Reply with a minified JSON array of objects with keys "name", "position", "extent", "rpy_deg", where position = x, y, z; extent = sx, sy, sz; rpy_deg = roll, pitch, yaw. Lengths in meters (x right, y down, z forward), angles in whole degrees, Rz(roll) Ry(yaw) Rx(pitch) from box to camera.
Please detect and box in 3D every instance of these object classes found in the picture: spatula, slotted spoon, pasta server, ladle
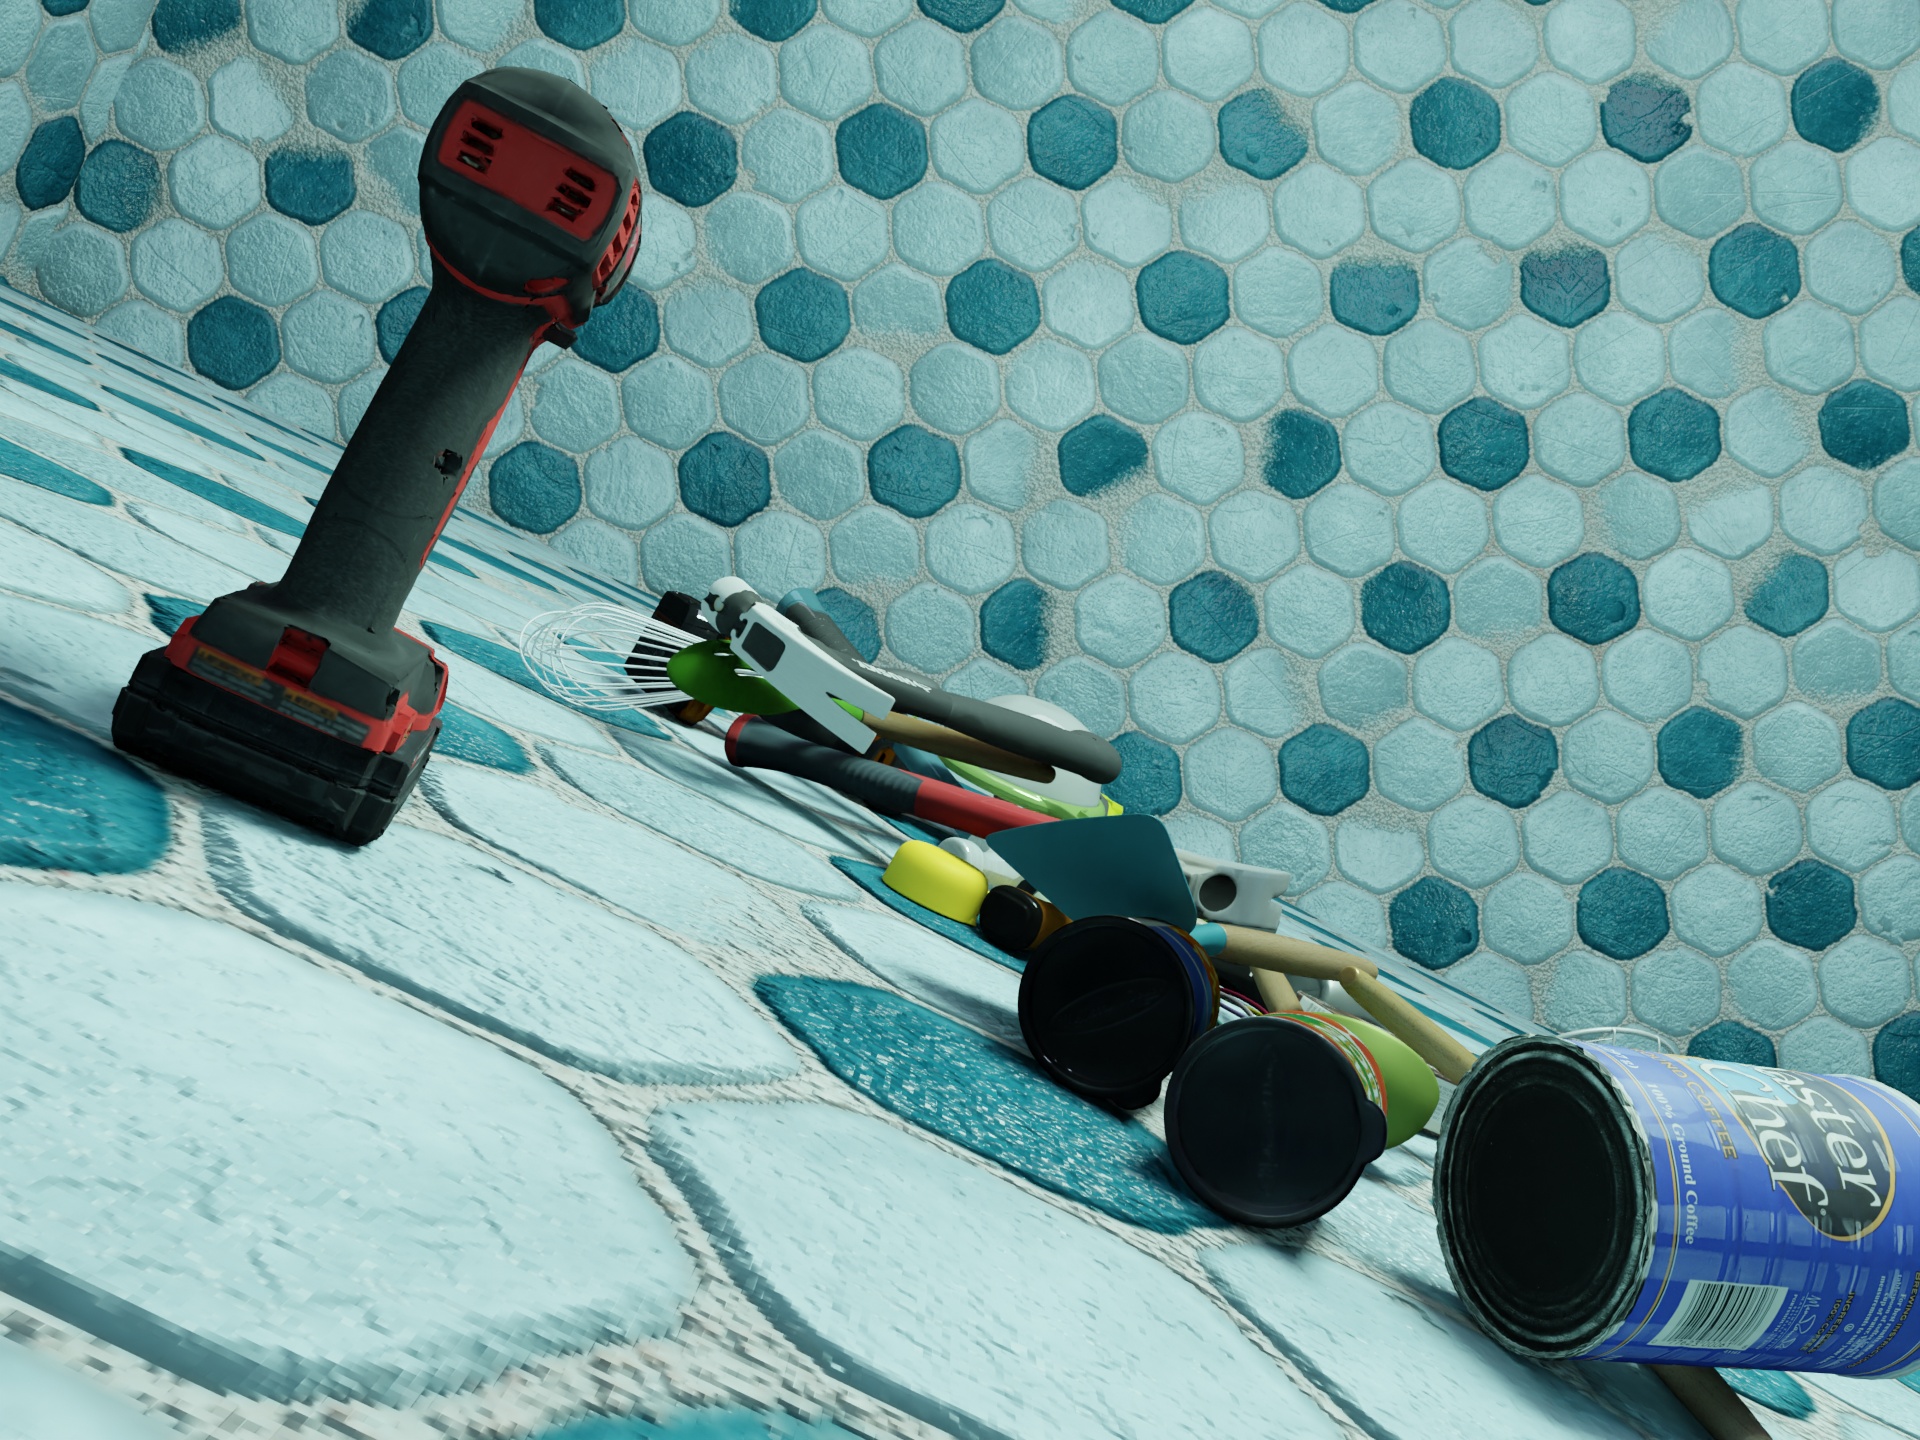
[{"name":"spatula","position":[0.132,0.095,0.751],"extent":[0.082,0.044,0.317],"rpy_deg":[-11,-19,34]},{"name":"slotted spoon","position":[-0.048,0.001,1.013],"extent":[0.313,0.031,0.070],"rpy_deg":[18,24,-42]},{"name":"pasta server","position":[0.271,0.225,0.658],"extent":[0.060,0.040,0.316],"rpy_deg":[37,4,4]},{"name":"ladle","position":[0.274,0.192,0.831],"extent":[0.315,0.031,0.069],"rpy_deg":[38,-1,-39]},{"name":"ladle","position":[0.182,0.150,0.839],"extent":[0.078,0.062,0.320],"rpy_deg":[33,6,0]}]

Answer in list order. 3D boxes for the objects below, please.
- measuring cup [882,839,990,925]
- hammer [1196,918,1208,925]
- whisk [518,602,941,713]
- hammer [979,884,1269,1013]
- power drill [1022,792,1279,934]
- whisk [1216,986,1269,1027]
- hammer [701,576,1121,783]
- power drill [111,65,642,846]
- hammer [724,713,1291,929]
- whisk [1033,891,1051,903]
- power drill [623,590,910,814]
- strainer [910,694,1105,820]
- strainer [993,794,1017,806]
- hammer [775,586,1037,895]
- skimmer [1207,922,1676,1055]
[{"name":"measuring cup","position":[0.008,0.092,0.914],"extent":[0.062,0.029,0.156],"rpy_deg":[27,4,24]},{"name":"hammer","position":[0.050,0.099,1.324],"extent":[0.411,0.038,0.146],"rpy_deg":[28,1,39]},{"name":"whisk","position":[-0.136,-0.029,1.005],"extent":[0.284,0.070,0.070],"rpy_deg":[7,11,-29]},{"name":"hammer","position":[0.111,0.140,0.965],"extent":[0.127,0.034,0.336],"rpy_deg":[26,1,32]},{"name":"power drill","position":[0.164,0.130,1.449],"extent":[0.223,0.080,0.171],"rpy_deg":[29,1,-17]},{"name":"whisk","position":[0.104,0.130,0.745],"extent":[0.051,0.047,0.245],"rpy_deg":[36,2,-17]},{"name":"hammer","position":[-0.002,-0.003,0.999],"extent":[0.334,0.035,0.146],"rpy_deg":[19,16,-48]},{"name":"power drill","position":[-0.165,-0.083,0.491],"extent":[0.078,0.219,0.143],"rpy_deg":[26,2,-14]},{"name":"hammer","position":[0.003,0.051,0.927],"extent":[0.387,0.038,0.143],"rpy_deg":[15,1,43]},{"name":"whisk","position":[0.086,0.119,1.086],"extent":[0.058,0.059,0.246],"rpy_deg":[52,13,12]},{"name":"power drill","position":[-0.138,-0.011,1.216],"extent":[0.226,0.084,0.164],"rpy_deg":[30,0,-23]},{"name":"strainer","position":[0.079,0.036,1.194],"extent":[0.151,0.069,0.257],"rpy_deg":[16,11,-34]},{"name":"strainer","position":[0.036,0.071,1.227],"extent":[0.087,0.050,0.258],"rpy_deg":[8,14,-1]},{"name":"hammer","position":[-0.043,0.008,1.101],"extent":[0.128,0.033,0.331],"rpy_deg":[20,23,-48]},{"name":"skimmer","position":[0.359,0.221,1.240],"extent":[0.363,0.090,0.127],"rpy_deg":[24,-32,34]}]
